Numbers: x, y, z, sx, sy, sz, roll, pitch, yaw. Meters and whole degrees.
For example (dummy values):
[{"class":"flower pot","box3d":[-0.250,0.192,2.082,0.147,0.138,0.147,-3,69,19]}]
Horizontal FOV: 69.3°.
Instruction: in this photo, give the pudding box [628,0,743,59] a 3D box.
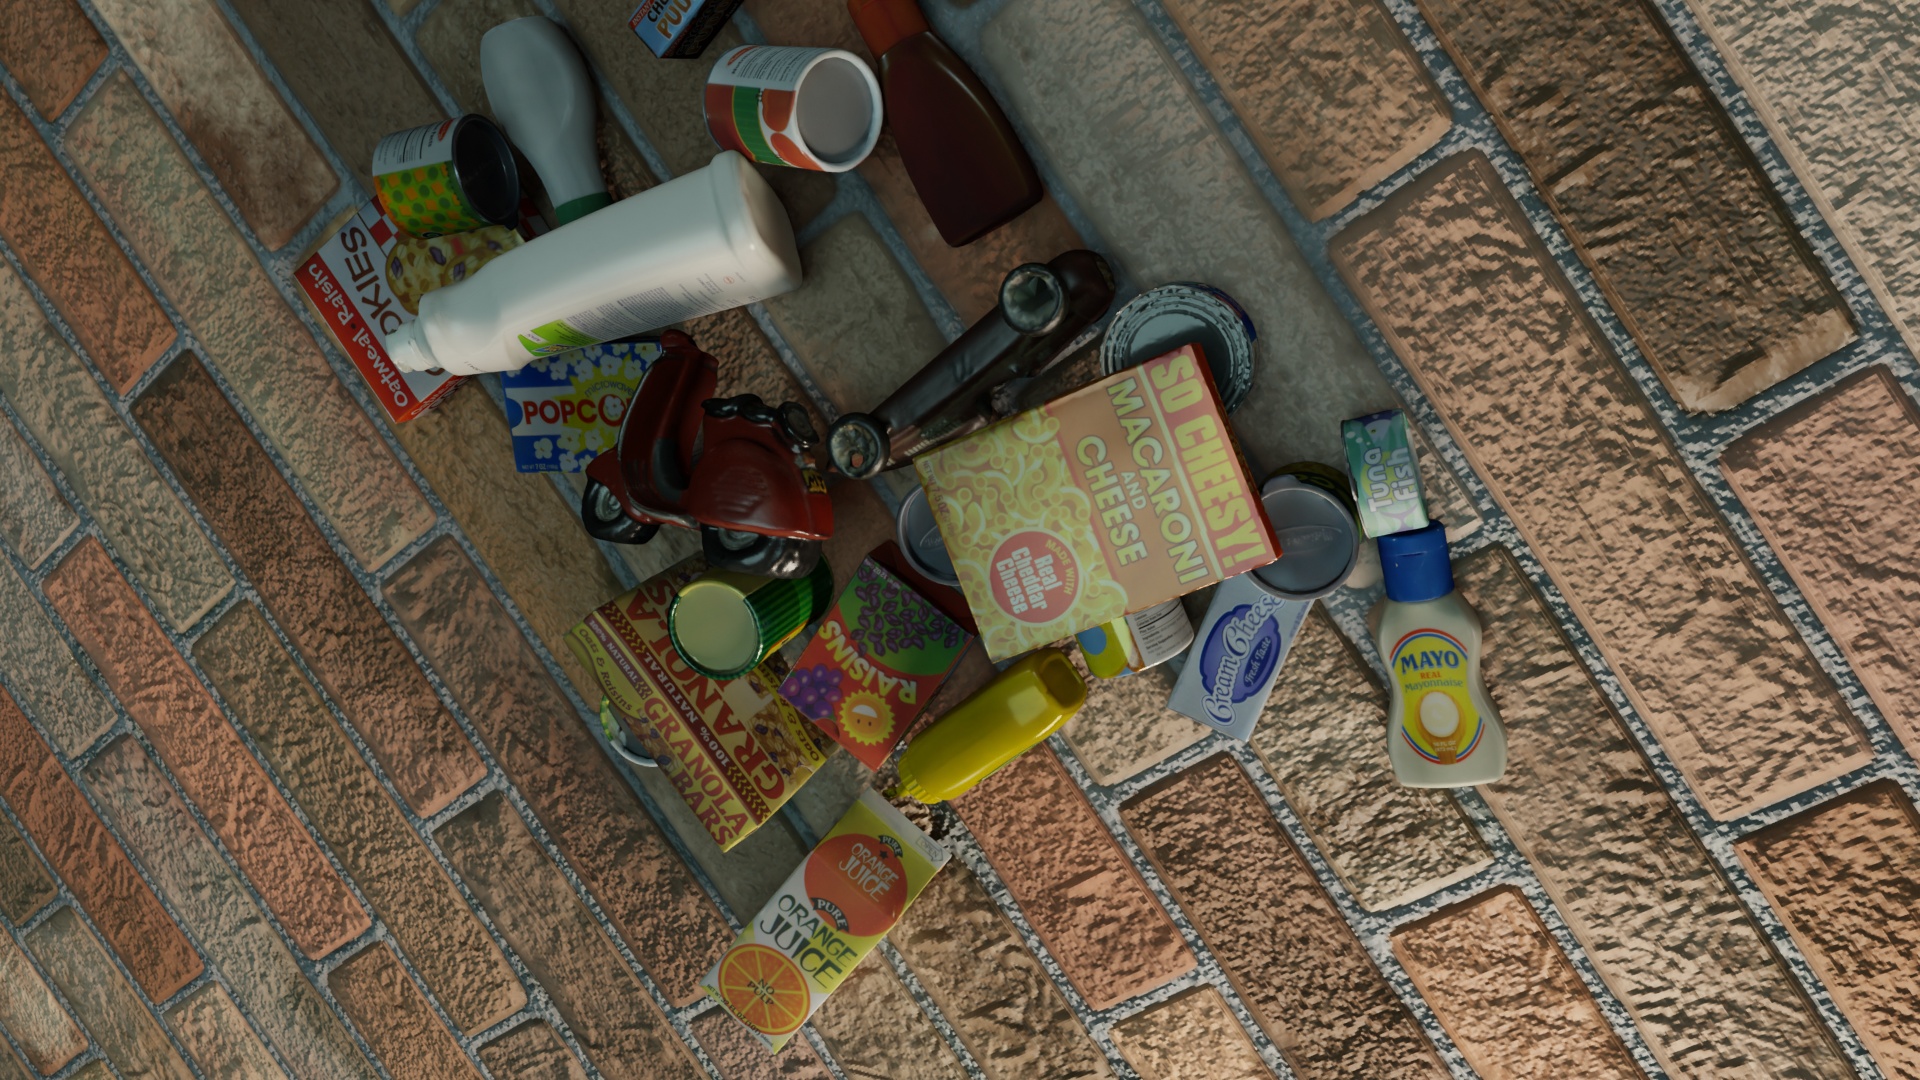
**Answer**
[{"class":"pudding box","box3d":[-0.149,-0.320,0.805,0.083,0.050,0.030,-42,91,25]}]

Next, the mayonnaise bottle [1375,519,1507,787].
[{"class":"mayonnaise bottle","box3d":[0.262,0.063,0.774,0.064,0.041,0.147,-9,103,23]}]

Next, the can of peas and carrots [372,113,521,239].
[{"class":"can of peas and carrots","box3d":[-0.309,-0.217,0.841,0.058,0.071,0.070,-7,103,17]}]

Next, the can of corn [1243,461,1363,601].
[{"class":"can of corn","box3d":[0.188,-0.009,0.770,0.071,0.058,0.071,6,107,18]}]

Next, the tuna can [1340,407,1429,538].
[{"class":"tuna can","box3d":[0.227,-0.036,0.742,0.033,0.071,0.071,-13,101,21]}]

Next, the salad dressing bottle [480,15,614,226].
[{"class":"salad dressing bottle","box3d":[-0.249,-0.247,0.866,0.064,0.044,0.147,-15,101,21]}]

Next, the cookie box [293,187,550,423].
[{"class":"cookie box","box3d":[-0.347,-0.173,0.923,0.167,0.040,0.123,-32,93,23]}]

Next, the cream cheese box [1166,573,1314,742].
[{"class":"cream cheese box","box3d":[0.165,0.063,0.818,0.053,0.024,0.103,24,112,12]}]

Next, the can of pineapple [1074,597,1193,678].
[{"class":"can of pineapple","box3d":[0.095,0.042,0.814,0.071,0.071,0.057,-20,98,23]}]

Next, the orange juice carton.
[{"class":"orange juice carton","box3d":[-0.087,0.248,0.933,0.072,0.073,0.192,41,114,5]}]

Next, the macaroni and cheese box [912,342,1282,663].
[{"class":"macaroni and cheese box","box3d":[0.073,-0.020,0.753,0.166,0.040,0.123,-22,88,20]}]

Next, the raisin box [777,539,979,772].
[{"class":"raisin box","box3d":[-0.050,0.075,0.889,0.086,0.040,0.123,37,115,5]}]

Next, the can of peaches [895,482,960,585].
[{"class":"can of peaches","box3d":[0.003,-0.010,0.836,0.071,0.058,0.071,5,107,17]}]

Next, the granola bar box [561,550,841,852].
[{"class":"granola bar box","box3d":[-0.159,0.097,0.887,0.039,0.125,0.165,-36,92,26]}]

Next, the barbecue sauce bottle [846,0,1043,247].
[{"class":"barbecue sauce bottle","box3d":[-0.014,-0.244,0.783,0.064,0.044,0.148,-27,95,26]}]

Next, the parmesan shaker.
[{"class":"parmesan shaker","box3d":[-0.133,0.040,0.873,0.071,0.103,0.071,6,108,18]}]

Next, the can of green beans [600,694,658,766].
[{"class":"can of green beans","box3d":[-0.201,0.112,0.943,0.071,0.058,0.071,5,107,18]}]

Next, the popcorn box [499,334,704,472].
[{"class":"popcorn box","box3d":[-0.233,-0.089,0.908,0.127,0.038,0.085,1,107,19]}]

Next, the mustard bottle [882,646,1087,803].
[{"class":"mustard bottle","box3d":[0.007,0.126,0.873,0.159,0.065,0.049,-39,85,30]}]

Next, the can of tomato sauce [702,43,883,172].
[{"class":"can of tomato sauce","box3d":[-0.093,-0.242,0.783,0.083,0.071,0.071,21,114,43]}]
